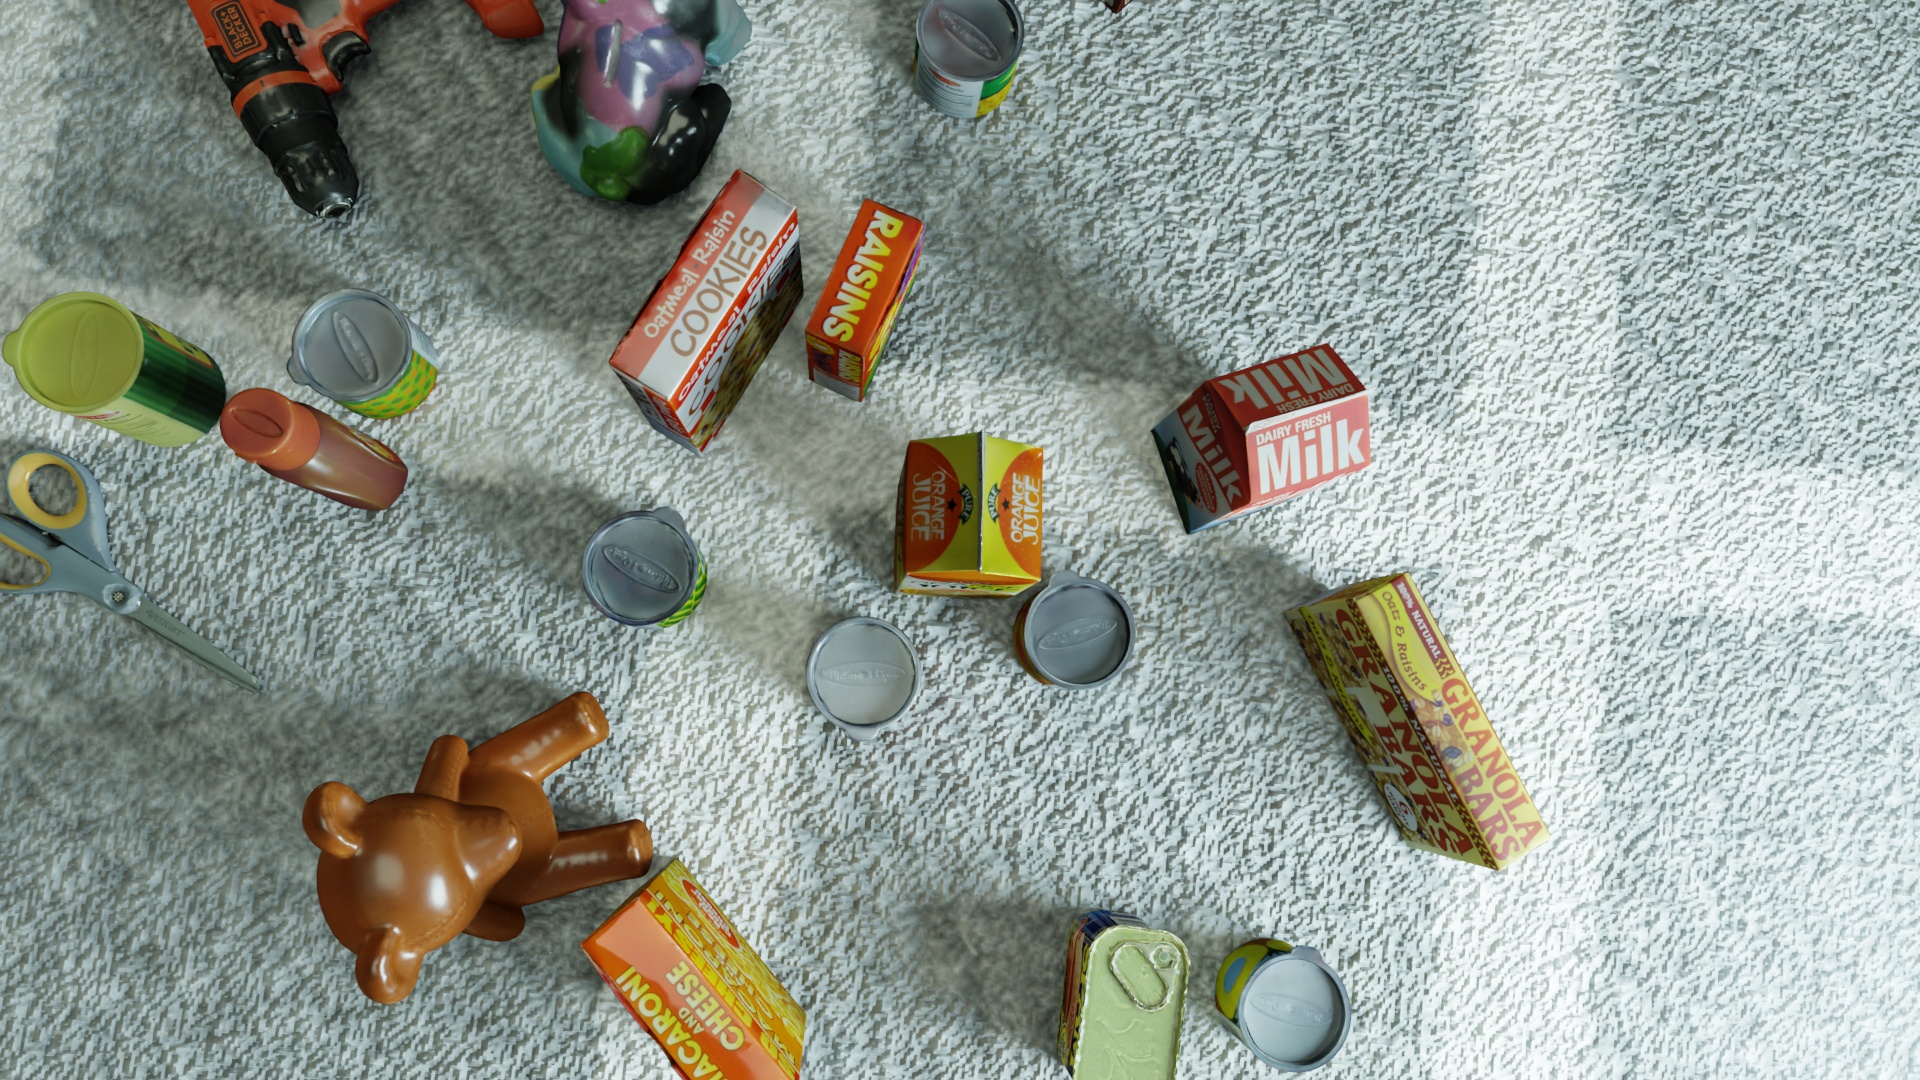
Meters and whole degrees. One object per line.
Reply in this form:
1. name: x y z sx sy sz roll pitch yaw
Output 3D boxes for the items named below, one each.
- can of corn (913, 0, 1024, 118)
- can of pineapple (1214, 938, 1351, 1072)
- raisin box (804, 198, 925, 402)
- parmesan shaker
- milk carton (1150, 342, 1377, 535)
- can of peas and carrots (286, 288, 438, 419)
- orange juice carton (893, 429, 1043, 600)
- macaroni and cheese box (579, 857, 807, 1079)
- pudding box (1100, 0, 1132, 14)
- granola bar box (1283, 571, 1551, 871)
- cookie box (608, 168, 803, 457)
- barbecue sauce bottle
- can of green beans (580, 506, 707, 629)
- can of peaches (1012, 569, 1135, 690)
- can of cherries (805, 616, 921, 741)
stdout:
1. can of corn: 0.005 -0.309 0.873 0.071 0.058 0.071 1 83 -5
2. can of pineapple: 0.189 0.270 0.817 0.071 0.058 0.071 1 83 -5
3. raisin box: -0.057 -0.137 0.814 0.040 0.123 0.086 24 82 -2
4. parmesan shaker: -0.472 -0.094 0.782 0.071 0.103 0.071 1 83 -5
5. milk carton: 0.171 -0.057 0.790 0.072 0.190 0.073 -18 85 -7
6. can of peas and carrots: -0.350 -0.107 0.817 0.071 0.058 0.071 1 83 -5
7. orange juice carton: 0.003 -0.010 0.768 0.073 0.192 0.072 3 83 -5
8. macaroni and cheese box: -0.136 0.237 0.738 0.040 0.166 0.124 -40 88 -8
9. pudding box: 0.124 -0.386 0.898 0.084 0.049 0.030 -43 89 -8
10. granola bar box: 0.262 0.103 0.811 0.039 0.124 0.165 -27 86 -7
11. cookie box: -0.138 -0.122 0.782 0.040 0.167 0.123 31 82 -1
12. barbecue sauce bottle: -0.357 -0.050 0.764 0.065 0.148 0.044 26 82 -1
13. can of green beans: -0.184 0.019 0.816 0.071 0.057 0.071 1 83 -5
14. can of peaches: 0.066 0.054 0.834 0.071 0.058 0.071 1 83 -5
15. can of cherries: -0.058 0.082 0.819 0.071 0.058 0.071 1 83 -5
